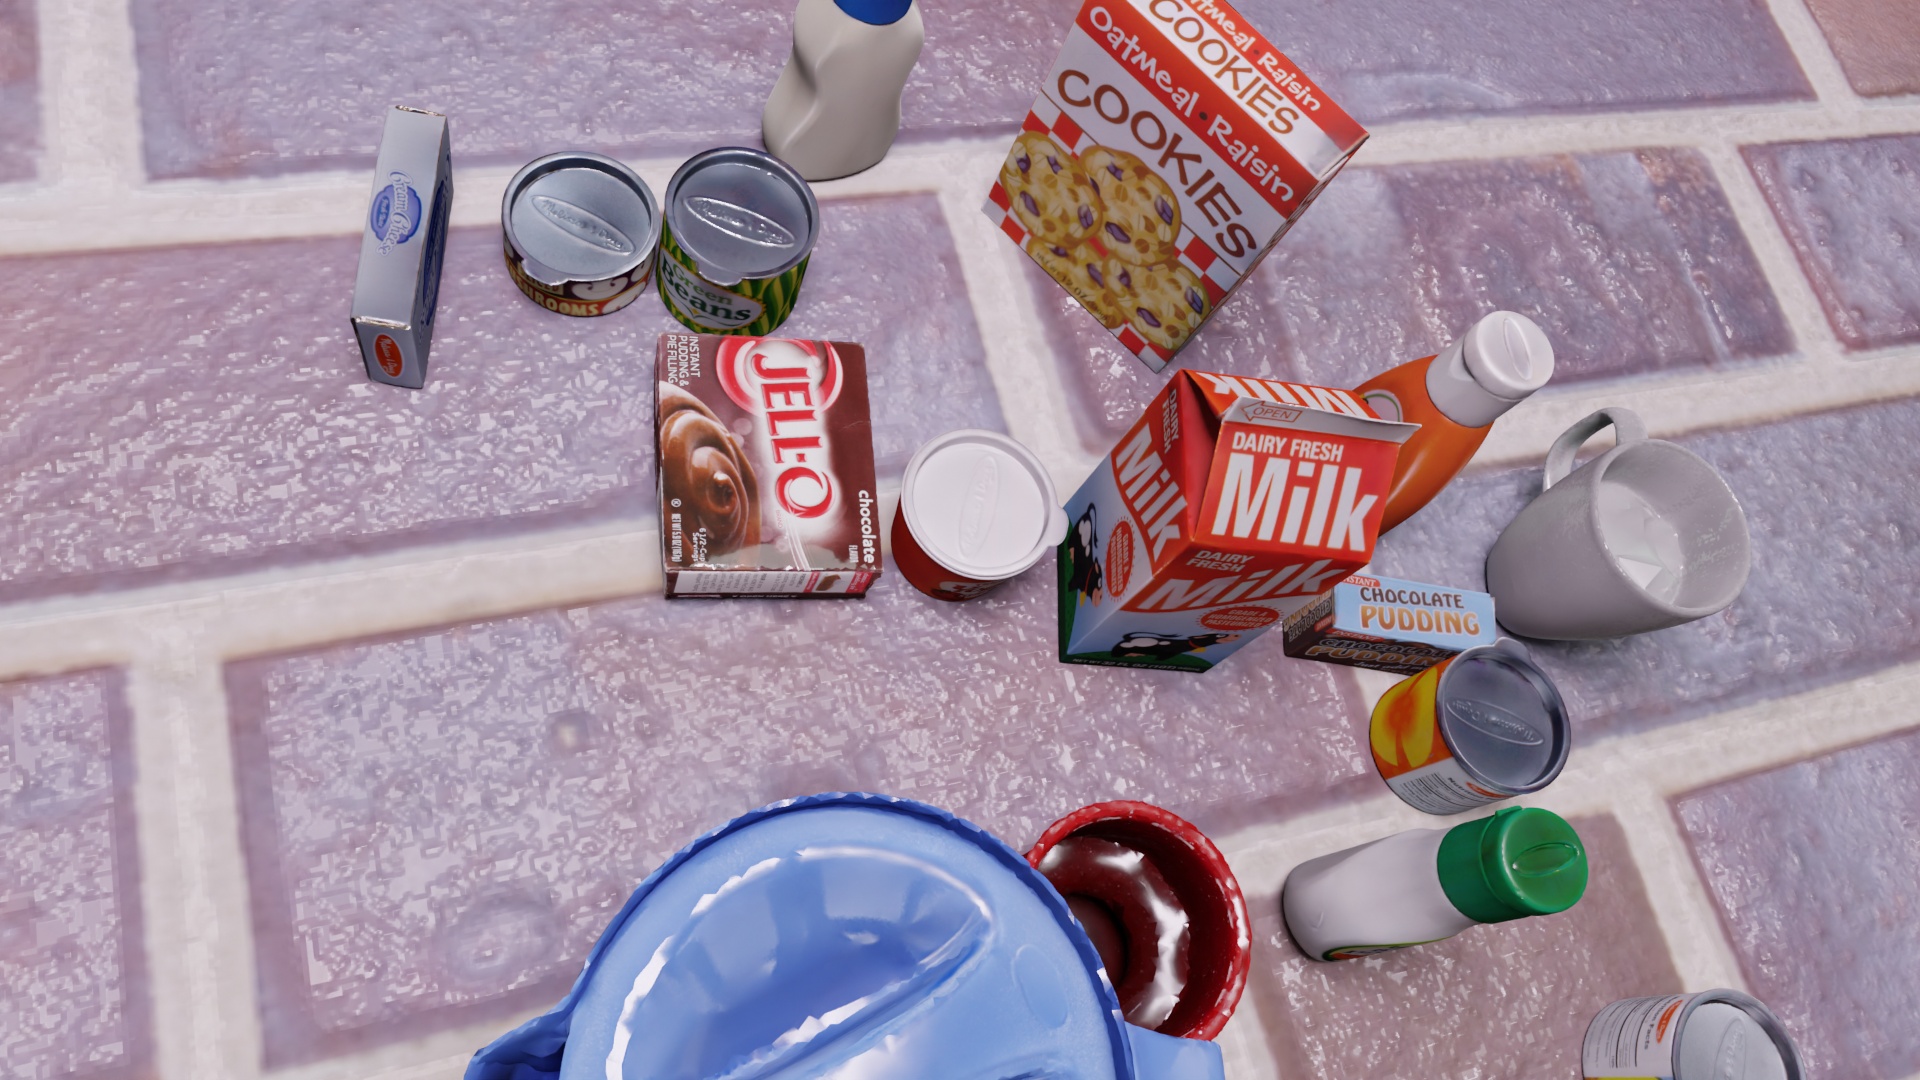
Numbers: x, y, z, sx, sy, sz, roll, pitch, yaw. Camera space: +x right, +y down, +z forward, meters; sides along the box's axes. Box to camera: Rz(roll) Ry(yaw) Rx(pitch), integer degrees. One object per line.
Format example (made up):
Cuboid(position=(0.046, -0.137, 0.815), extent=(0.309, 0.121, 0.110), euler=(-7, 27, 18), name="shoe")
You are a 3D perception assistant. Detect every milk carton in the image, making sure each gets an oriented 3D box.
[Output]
Cuboid(position=(0.101, -0.009, 0.552), extent=(0.072, 0.189, 0.074), euler=(6, 67, -14), name="milk carton")

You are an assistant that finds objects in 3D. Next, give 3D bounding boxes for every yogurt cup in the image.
Cuboid(position=(0.002, -0.007, 0.598), extent=(0.072, 0.053, 0.072), euler=(6, 67, -14), name="yogurt cup")

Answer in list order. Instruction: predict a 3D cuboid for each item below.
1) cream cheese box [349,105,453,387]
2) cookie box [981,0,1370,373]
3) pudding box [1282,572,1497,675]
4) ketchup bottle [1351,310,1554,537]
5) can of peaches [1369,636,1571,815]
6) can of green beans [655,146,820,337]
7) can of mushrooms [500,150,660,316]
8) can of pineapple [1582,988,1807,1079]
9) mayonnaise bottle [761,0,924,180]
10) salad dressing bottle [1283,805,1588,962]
Cuboid(position=(-0.230, -0.121, 0.575), extent=(0.024, 0.053, 0.104), euler=(6, 67, -15), name="cream cheese box")
Cuboid(position=(0.088, -0.165, 0.625), extent=(0.123, 0.166, 0.040), euler=(44, 64, 4), name="cookie box")
Cuboid(position=(0.197, 0.039, 0.640), extent=(0.084, 0.049, 0.030), euler=(9, 66, -13), name="pudding box")
Cuboid(position=(0.205, -0.051, 0.624), extent=(0.043, 0.148, 0.065), euler=(-4, 70, -18), name="ketchup bottle")
Cuboid(position=(0.228, 0.085, 0.626), extent=(0.071, 0.057, 0.071), euler=(6, 67, -14), name="can of peaches")
Cuboid(position=(-0.100, -0.130, 0.615), extent=(0.071, 0.057, 0.071), euler=(6, 67, -14), name="can of green beans")
Cuboid(position=(-0.168, -0.132, 0.609), extent=(0.071, 0.033, 0.071), euler=(6, 67, -14), name="can of mushrooms")
Cuboid(position=(0.313, 0.229, 0.592), extent=(0.071, 0.057, 0.071), euler=(6, 67, -14), name="can of pineapple")
Cuboid(position=(-0.048, -0.219, 0.617), extent=(0.065, 0.147, 0.041), euler=(-18, 75, -22), name="mayonnaise bottle")
Cuboid(position=(0.180, 0.135, 0.540), extent=(0.064, 0.147, 0.044), euler=(-8, 72, -20), name="salad dressing bottle")
